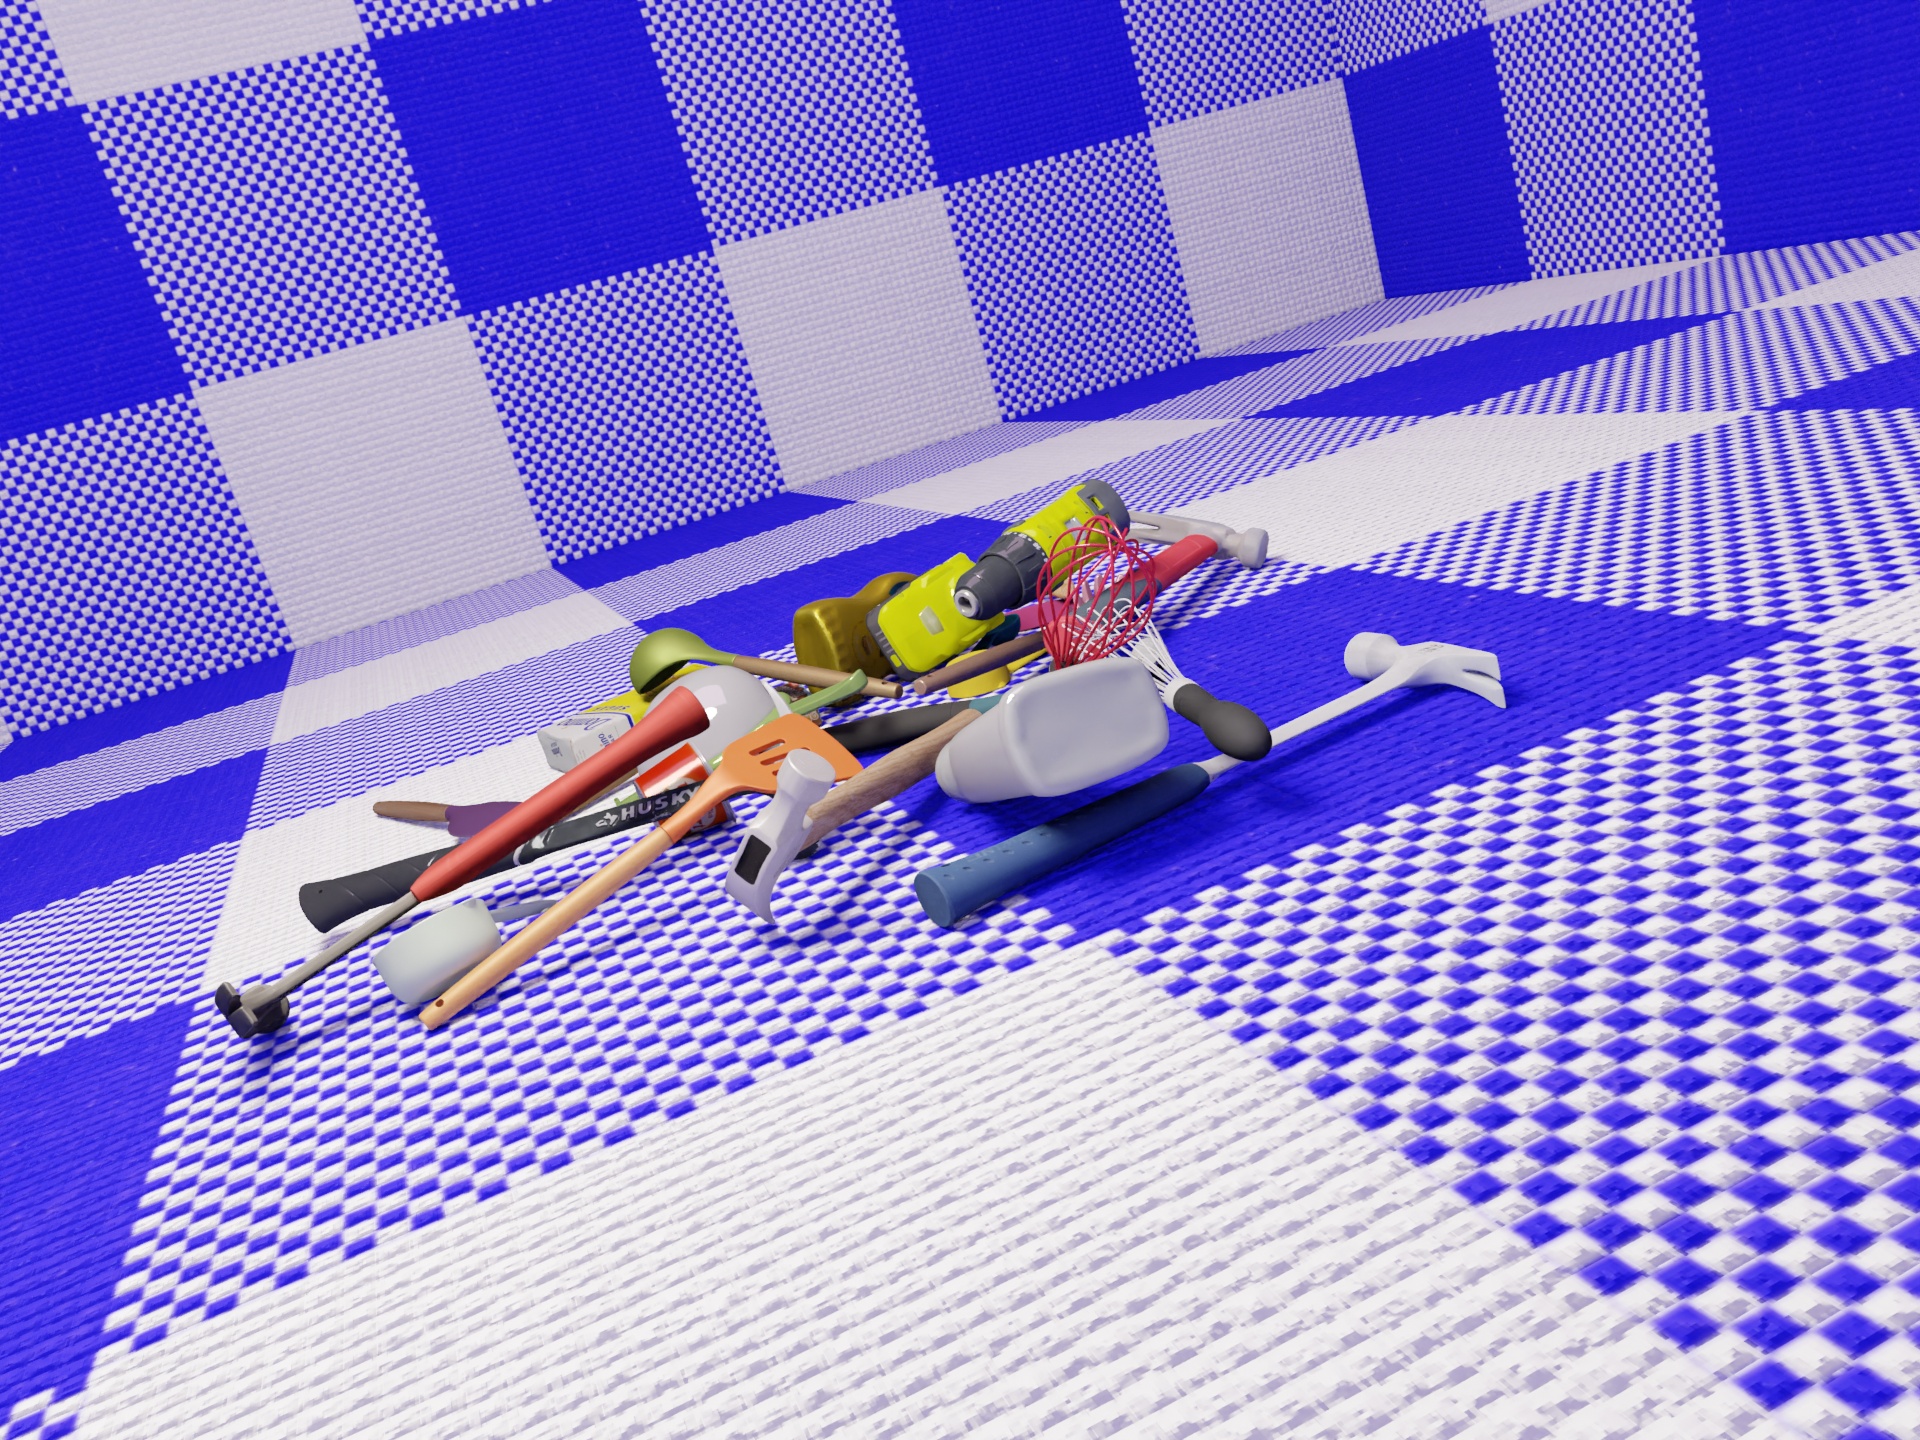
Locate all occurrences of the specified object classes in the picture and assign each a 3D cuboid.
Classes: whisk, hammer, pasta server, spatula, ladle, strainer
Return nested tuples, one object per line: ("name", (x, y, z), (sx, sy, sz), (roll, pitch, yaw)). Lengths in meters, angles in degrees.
("whisk", (0.072, -0.040, 1.022), (0.073, 0.073, 0.295), (-20, -20, -14))
("hammer", (-0.315, 0.086, 1.042), (0.359, 0.036, 0.149), (-37, 2, -24))
("pasta server", (0.064, -0.074, 1.366), (0.060, 0.040, 0.316), (16, 25, 34))
("hammer", (-0.002, -0.004, 1.258), (0.331, 0.033, 0.128), (-12, 15, 16))
("whisk", (0.074, -0.151, 1.646), (0.047, 0.051, 0.245), (-12, 13, -12))
("hammer", (-0.057, 0.045, 1.052), (0.031, 0.130, 0.331), (36, 23, 12))
("spatula", (-0.465, 0.083, 1.417), (0.060, 0.018, 0.316), (-34, 20, -34))
("spatula", (-0.207, 0.095, 1.029), (0.322, 0.041, 0.081), (-39, 55, -21))
("hammer", (0.157, 0.030, 0.977), (0.405, 0.035, 0.144), (-23, 17, -24))
("ladle", (-0.177, -0.037, 1.422), (0.320, 0.062, 0.078), (10, 34, 36))
("strainer", (-0.181, -0.015, 1.294), (0.256, 0.069, 0.151), (-21, 19, 38))
("whisk", (0.131, -0.023, 1.027), (0.070, 0.070, 0.285), (-19, 21, -10))
("hammer", (0.147, -0.123, 1.389), (0.143, 0.038, 0.386), (13, 23, 23))
("hammer", (-0.294, 0.080, 1.147), (0.409, 0.036, 0.149), (-16, 48, 10))

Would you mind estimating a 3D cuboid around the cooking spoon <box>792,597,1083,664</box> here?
("cooking spoon", (-0.024, -0.083, 1.574), (0.319, 0.017, 0.069), (-13, 16, 7))

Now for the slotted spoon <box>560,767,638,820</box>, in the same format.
("slotted spoon", (-0.304, 0.050, 1.383), (0.070, 0.031, 0.314), (-2, 22, 41))

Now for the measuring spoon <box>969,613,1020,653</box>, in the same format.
("measuring spoon", (0.024, -0.061, 1.468), (0.042, 0.021, 0.129), (-15, 23, 32))

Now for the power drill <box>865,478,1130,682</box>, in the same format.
("power drill", (0.019, -0.112, 1.358), (0.190, 0.080, 0.228), (-37, 6, -38))

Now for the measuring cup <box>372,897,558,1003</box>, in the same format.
("measuring cup", (-0.310, 0.146, 1.045), (0.083, 0.038, 0.167), (-36, -11, 20))

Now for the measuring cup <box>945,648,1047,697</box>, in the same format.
("measuring cup", (0.047, -0.062, 1.410), (0.156, 0.029, 0.062), (-32, 22, -37))
